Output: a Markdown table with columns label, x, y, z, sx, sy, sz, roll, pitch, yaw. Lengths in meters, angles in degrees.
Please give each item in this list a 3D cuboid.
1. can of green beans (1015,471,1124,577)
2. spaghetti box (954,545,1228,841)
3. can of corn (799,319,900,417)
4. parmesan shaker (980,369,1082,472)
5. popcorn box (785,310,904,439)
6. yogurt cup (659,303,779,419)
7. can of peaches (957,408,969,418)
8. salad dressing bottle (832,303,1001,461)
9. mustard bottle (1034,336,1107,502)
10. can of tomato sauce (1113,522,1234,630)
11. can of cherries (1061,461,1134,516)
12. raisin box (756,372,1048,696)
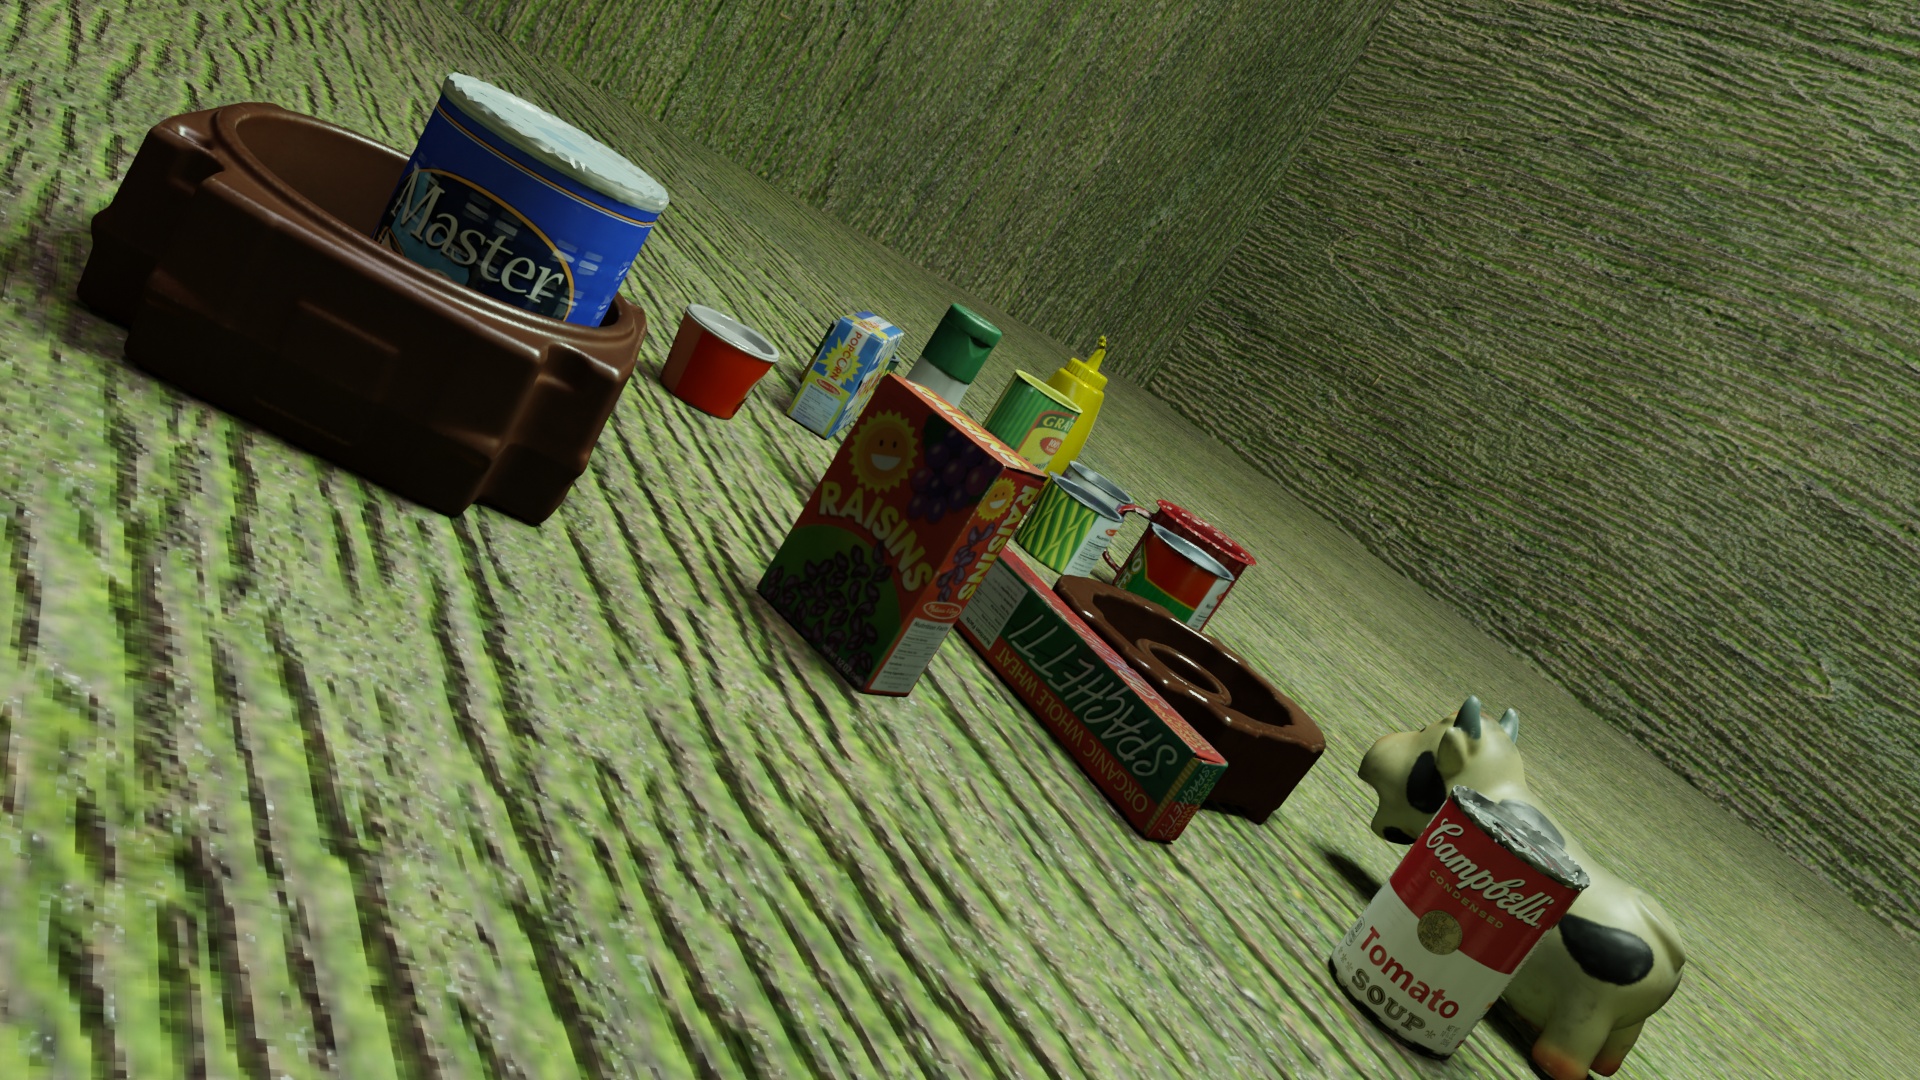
| label | x | y | z | sx | sy | sz | roll | pitch | yaw |
| --- | --- | --- | --- | --- | --- | --- | --- | --- | --- |
| can of green beans | 0.084 | -0.009 | 1.081 | 0.071 | 0.057 | 0.071 | 30 | 13 | -7 |
| spaghetti box | 0.048 | 0.062 | 0.742 | 0.028 | 0.050 | 0.251 | 21 | 17 | -41 |
| can of corn | -0.092 | -0.143 | 1.166 | 0.071 | 0.058 | 0.071 | 30 | 13 | -7 |
| parmesan shaker | 0.049 | -0.082 | 1.169 | 0.071 | 0.103 | 0.071 | 30 | 12 | -7 |
| popcorn box | -0.087 | -0.130 | 1.071 | 0.038 | 0.085 | 0.127 | 32 | 13 | -2 |
| yogurt cup | -0.161 | -0.116 | 0.914 | 0.072 | 0.054 | 0.072 | 30 | 13 | -7 |
| can of peaches | -0.030 | -0.082 | 1.086 | 0.071 | 0.058 | 0.071 | 30 | 13 | -7 |
| salad dressing bottle | -0.028 | -0.076 | 0.863 | 0.064 | 0.147 | 0.044 | 23 | 15 | -37 |
| mustard bottle | 0.092 | -0.112 | 1.254 | 0.049 | 0.160 | 0.065 | 18 | 18 | -48 |
| can of tomato sauce | 0.136 | 0.041 | 0.957 | 0.071 | 0.083 | 0.071 | 30 | 12 | -7 |
| can of cherries | 0.107 | -0.026 | 1.198 | 0.071 | 0.058 | 0.072 | 30 | 13 | -7 |
| raisin box | -0.028 | -0.002 | 0.641 | 0.086 | 0.123 | 0.040 | 40 | 15 | 33 |
